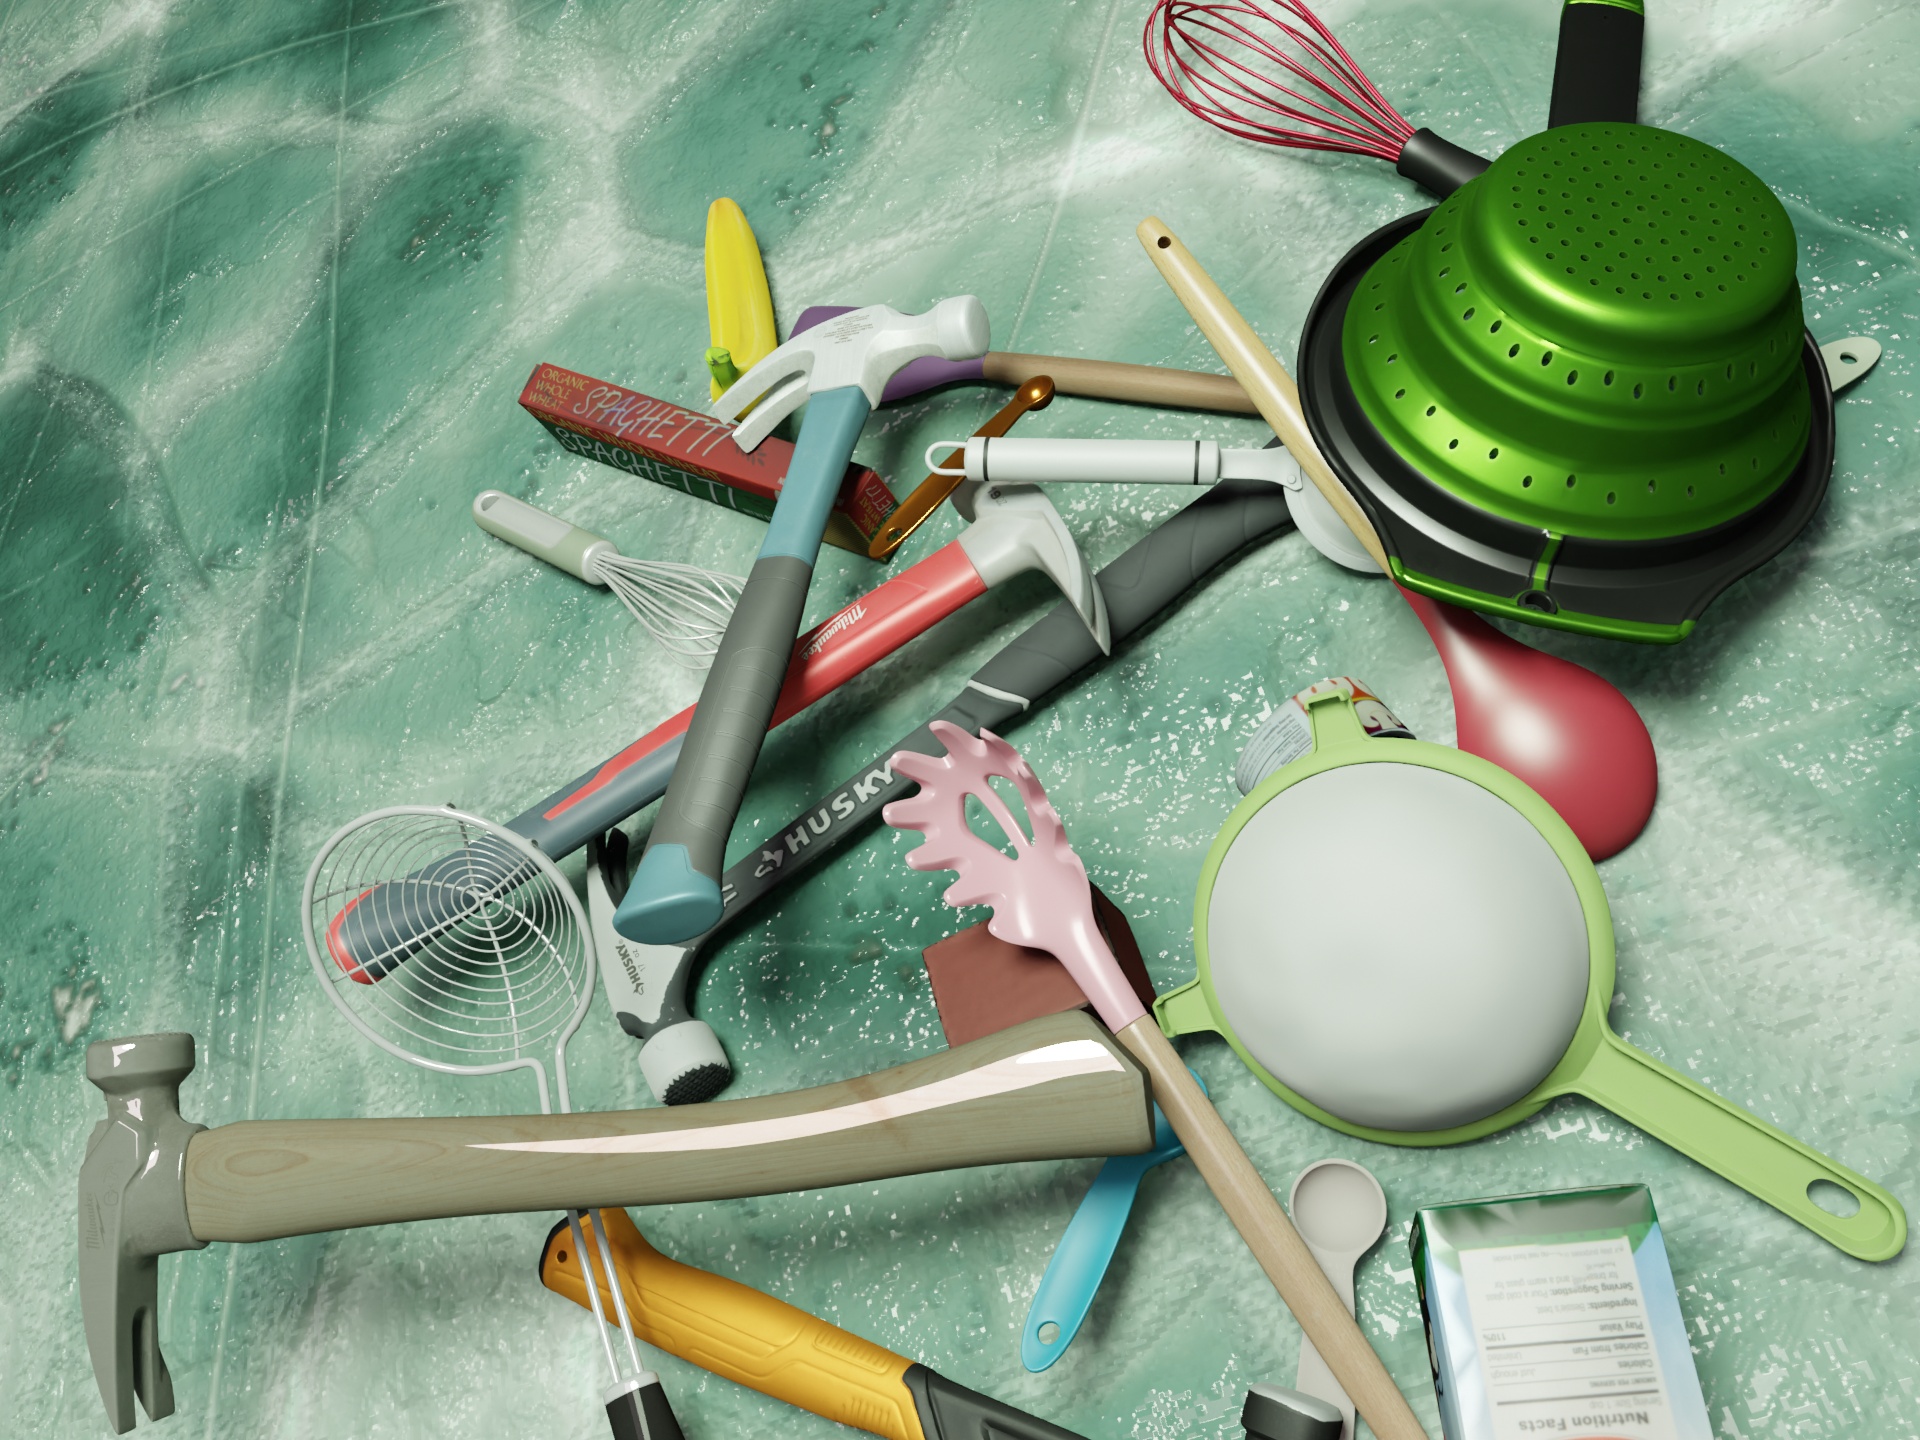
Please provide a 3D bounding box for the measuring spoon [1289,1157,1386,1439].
[{"bbox_3d":[0.132,0.220,0.567,0.034,0.018,0.124,3,74,17],"label":"measuring spoon"}]

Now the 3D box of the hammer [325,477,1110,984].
[{"bbox_3d":[-0.116,0.018,0.712,0.386,0.038,0.143,-32,40,4],"label":"hammer"}]

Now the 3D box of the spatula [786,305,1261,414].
[{"bbox_3d":[0.036,-0.173,0.798,0.316,0.018,0.060,14,75,30],"label":"spatula"}]

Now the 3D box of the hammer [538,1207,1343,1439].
[{"bbox_3d":[-0.032,0.263,0.603,0.337,0.034,0.127,11,76,30],"label":"hammer"}]

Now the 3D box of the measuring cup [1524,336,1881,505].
[{"bbox_3d":[0.301,-0.105,0.640,0.167,0.038,0.083,-29,58,-11],"label":"measuring cup"}]

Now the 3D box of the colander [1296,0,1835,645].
[{"bbox_3d":[0.256,-0.216,0.629,0.204,0.094,0.397,13,58,8],"label":"colander"}]

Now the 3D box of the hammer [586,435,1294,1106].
[{"bbox_3d":[-0.001,-0.002,0.722,0.409,0.036,0.149,-37,55,3],"label":"hammer"}]

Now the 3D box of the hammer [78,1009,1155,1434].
[{"bbox_3d":[-0.134,0.169,0.580,0.410,0.038,0.146,-8,80,11],"label":"hammer"}]

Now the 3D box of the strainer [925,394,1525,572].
[{"bbox_3d":[0.112,-0.107,0.673,0.258,0.050,0.087,2,97,8],"label":"strainer"}]

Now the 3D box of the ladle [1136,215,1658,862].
[{"bbox_3d":[0.162,-0.080,0.625,0.069,0.031,0.315,-34,76,4],"label":"ladle"}]

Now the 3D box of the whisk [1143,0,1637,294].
[{"bbox_3d":[0.199,-0.278,0.755,0.073,0.073,0.296,-47,63,-2],"label":"whisk"}]

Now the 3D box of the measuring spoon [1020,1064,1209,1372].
[{"bbox_3d":[0.057,0.186,0.595,0.042,0.021,0.129,13,56,31],"label":"measuring spoon"}]

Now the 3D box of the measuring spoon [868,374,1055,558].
[{"bbox_3d":[0.002,-0.113,0.721,0.117,0.011,0.021,-46,40,-6],"label":"measuring spoon"}]

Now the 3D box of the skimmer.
[{"bbox_3d":[-0.164,0.202,0.615,0.127,0.090,0.364,-33,64,18],"label":"skimmer"}]

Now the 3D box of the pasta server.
[{"bbox_3d":[0.074,0.133,0.570,0.060,0.040,0.316,-40,72,19],"label":"pasta server"}]

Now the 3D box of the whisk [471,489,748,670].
[{"bbox_3d":[-0.185,-0.081,0.837,0.246,0.059,0.058,25,66,37],"label":"whisk"}]

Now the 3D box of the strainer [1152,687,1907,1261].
[{"bbox_3d":[0.188,0.109,0.535,0.256,0.069,0.151,30,108,21],"label":"strainer"}]

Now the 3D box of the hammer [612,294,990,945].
[{"bbox_3d":[-0.080,-0.056,0.694,0.128,0.033,0.331,-3,55,27],"label":"hammer"}]
